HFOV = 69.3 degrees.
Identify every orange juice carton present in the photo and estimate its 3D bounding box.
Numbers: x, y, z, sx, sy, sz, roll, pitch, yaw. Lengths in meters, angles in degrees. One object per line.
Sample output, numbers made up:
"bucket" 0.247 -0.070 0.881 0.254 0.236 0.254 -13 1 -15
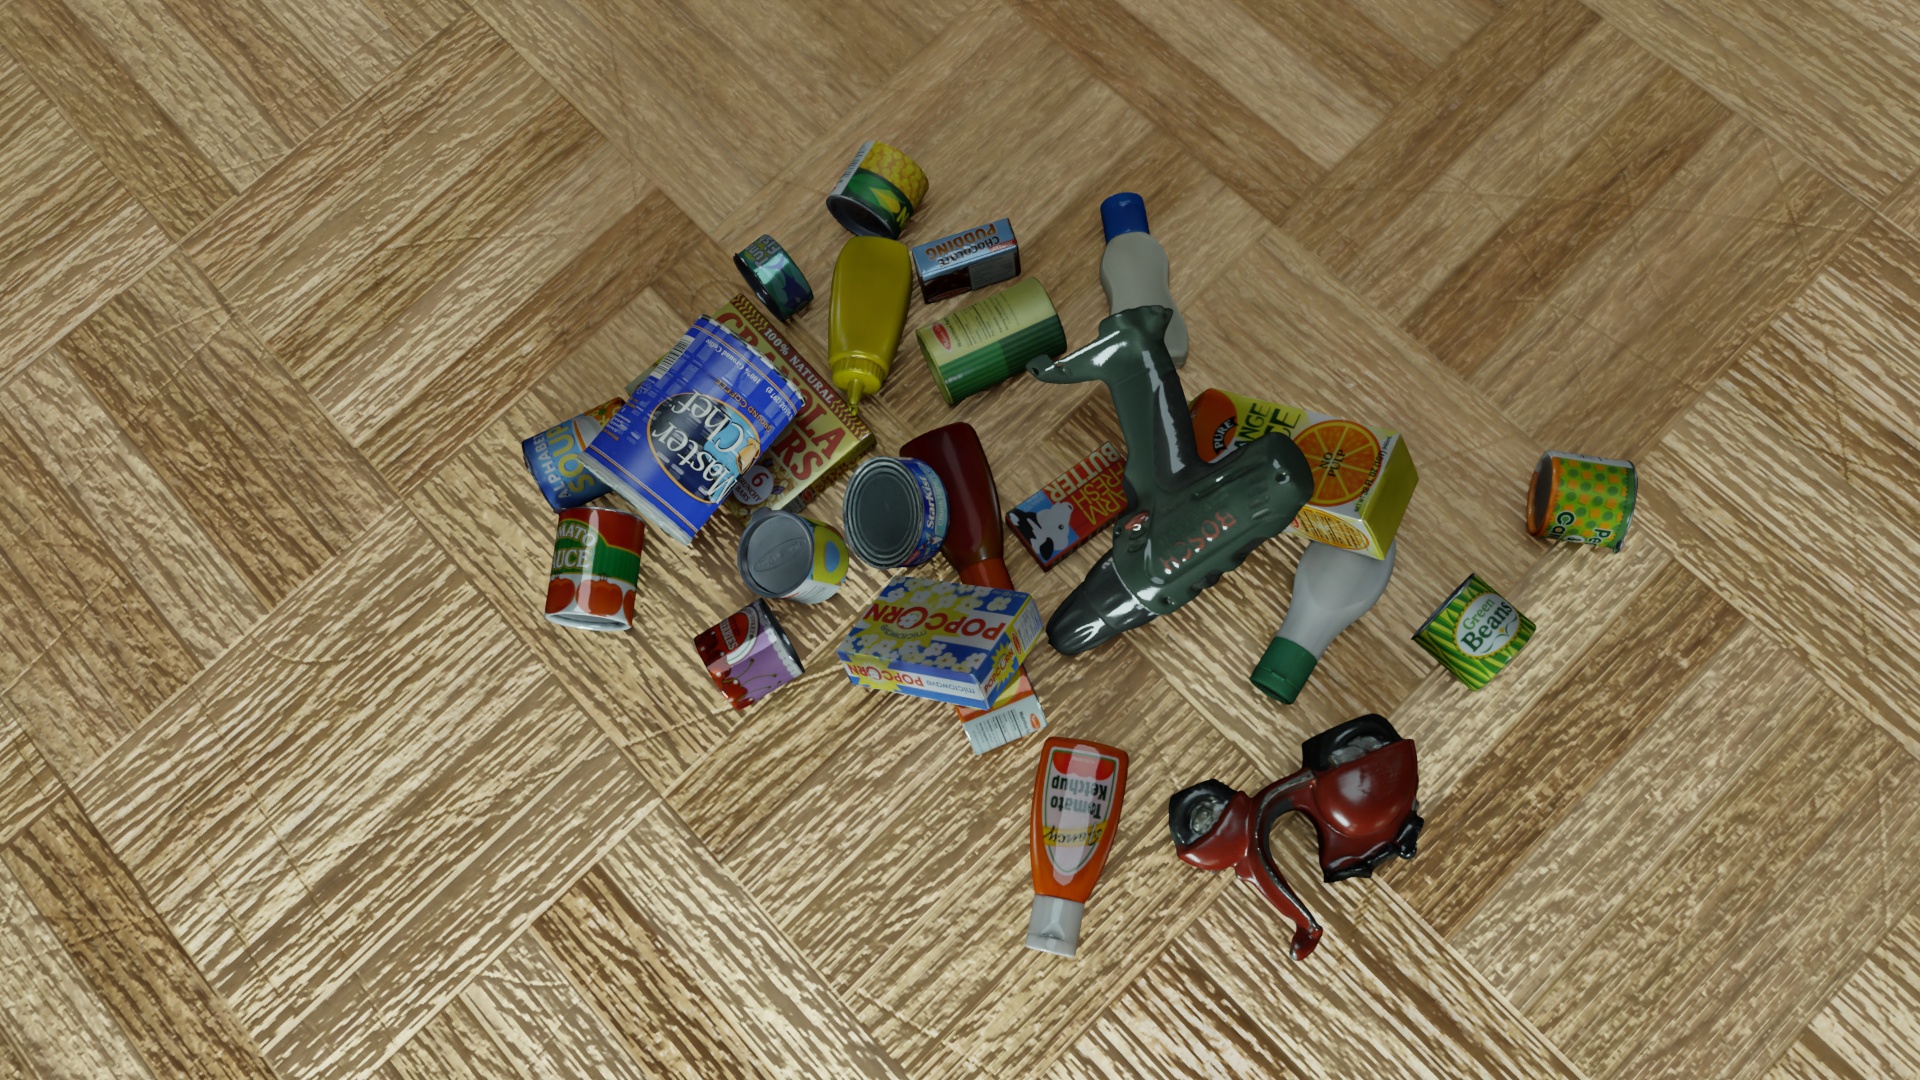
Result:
"orange juice carton" 0.228 -0.055 1.026 0.193 0.073 0.072 19 76 34

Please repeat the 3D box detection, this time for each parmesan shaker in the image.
"parmesan shaker" 0.026 -0.154 1.092 0.103 0.071 0.071 -25 73 -3

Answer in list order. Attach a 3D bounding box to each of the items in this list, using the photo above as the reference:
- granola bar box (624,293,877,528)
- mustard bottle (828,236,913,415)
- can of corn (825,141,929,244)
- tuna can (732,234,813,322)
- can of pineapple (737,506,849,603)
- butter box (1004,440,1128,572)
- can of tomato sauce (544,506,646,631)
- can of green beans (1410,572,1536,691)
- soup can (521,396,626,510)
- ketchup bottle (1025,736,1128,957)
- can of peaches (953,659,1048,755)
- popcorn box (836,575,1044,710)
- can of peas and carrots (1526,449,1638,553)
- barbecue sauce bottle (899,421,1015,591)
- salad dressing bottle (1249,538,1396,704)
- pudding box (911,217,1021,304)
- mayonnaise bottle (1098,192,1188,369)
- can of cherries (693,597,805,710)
"granola bar box" -0.166 -0.098 1.105 0.124 0.039 0.166 -41 75 -7
"mustard bottle" -0.077 -0.166 1.101 0.065 0.048 0.161 8 64 -1
"can of corn" -0.065 -0.282 1.139 0.071 0.071 0.058 28 78 12
"tuna can" -0.152 -0.214 1.122 0.033 0.071 0.071 -39 75 -8
"can of pineapple" -0.126 0.011 1.050 0.071 0.058 0.071 -3 81 23
"butter box" 0.090 -0.027 1.071 0.103 0.024 0.053 -35 75 -6
"can of tomato sauce" -0.281 0.022 1.063 0.071 0.071 0.083 2 74 5
"can of green beans" 0.369 0.066 1.000 0.058 0.071 0.071 43 81 14
"soup can" -0.291 -0.067 1.089 0.084 0.071 0.071 -26 74 -3
"ketchup bottle" 0.078 0.218 0.990 0.065 0.043 0.149 10 75 7
"can of peaches" 0.024 0.114 1.014 0.058 0.071 0.071 -23 73 -2
"popcorn box" -0.015 0.072 1.000 0.126 0.038 0.085 6 44 36
"can of peas and carrots" 0.455 -0.028 1.021 0.059 0.070 0.071 9 75 8
"barbecue sauce bottle" 0.004 -0.013 1.064 0.065 0.043 0.149 -22 74 10
"salad dressing bottle" 0.266 0.050 1.025 0.064 0.044 0.148 31 79 17
"pudding box" 0.005 -0.226 1.124 0.084 0.049 0.030 -18 72 -1
"mayonnaise bottle" 0.141 -0.206 1.112 0.065 0.041 0.148 -8 72 1
"can of cherries" -0.158 0.083 1.034 0.058 0.071 0.071 -30 74 -3
